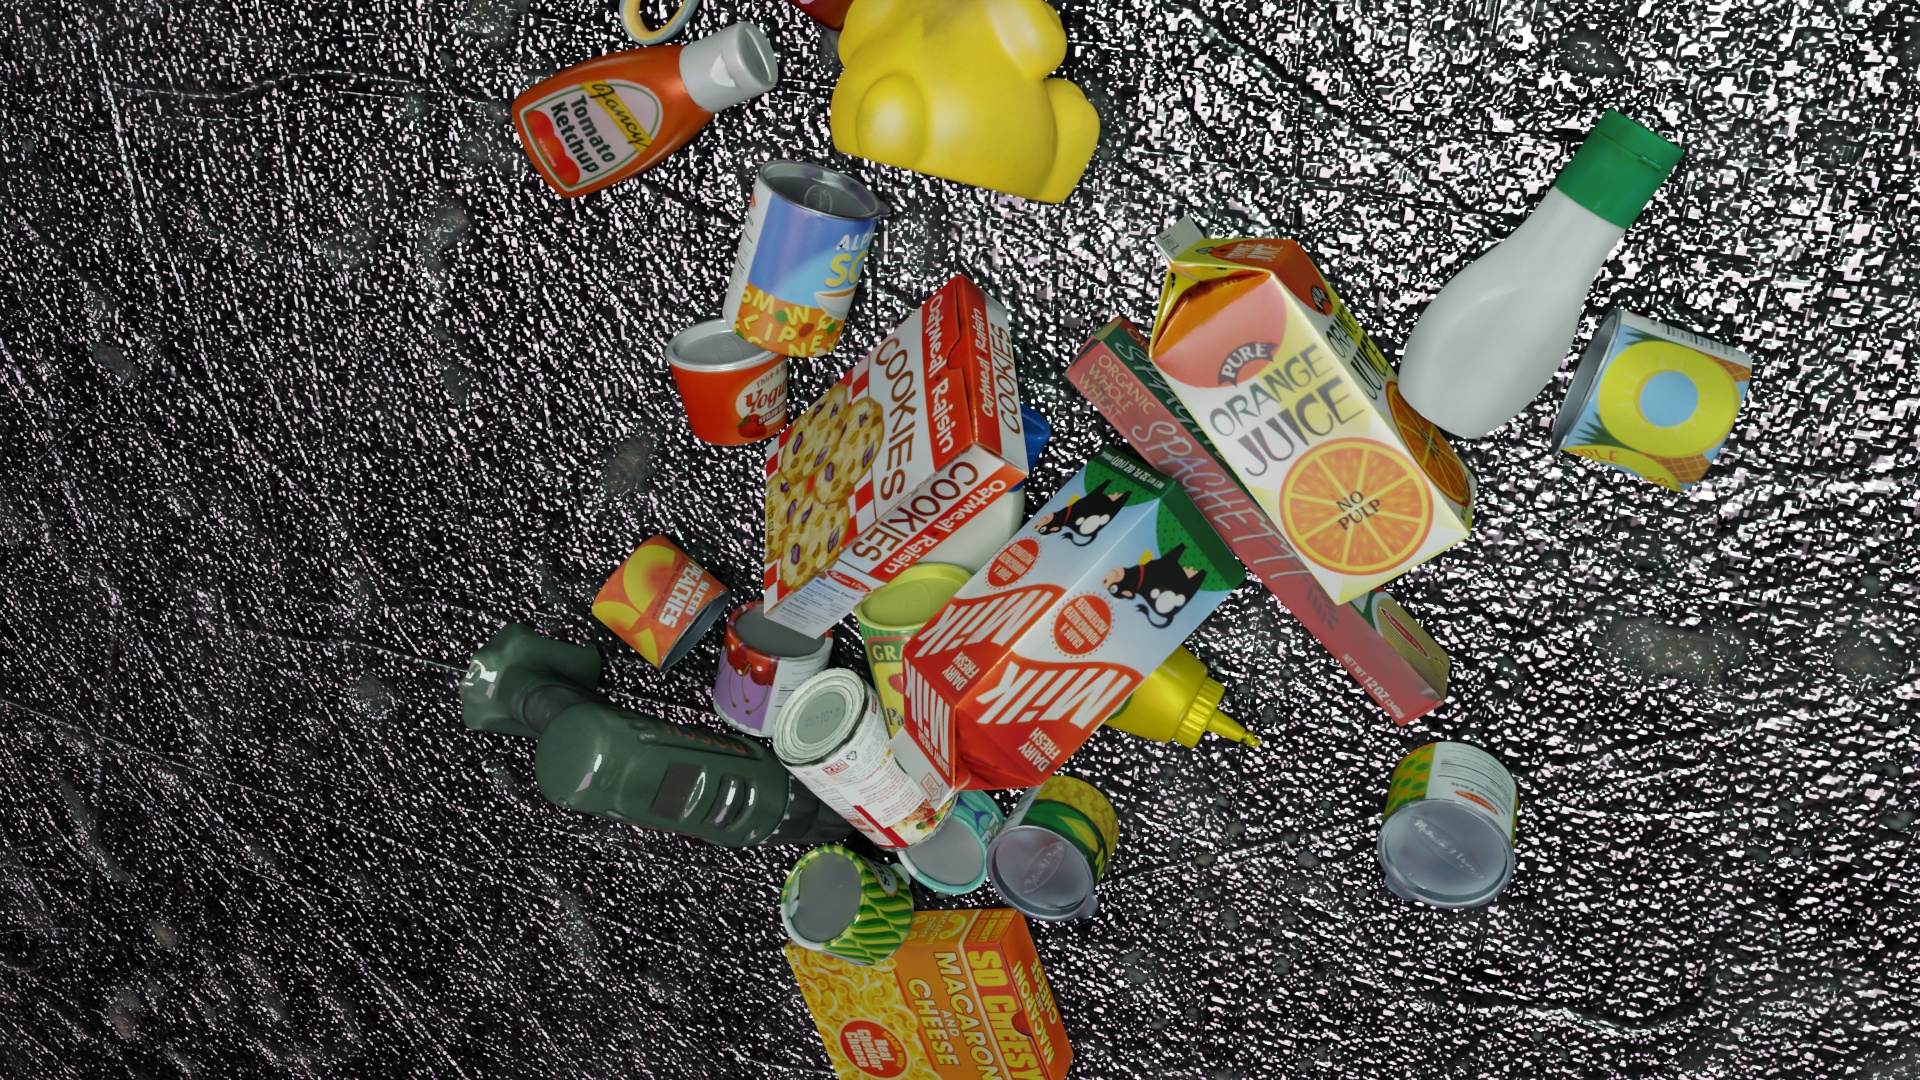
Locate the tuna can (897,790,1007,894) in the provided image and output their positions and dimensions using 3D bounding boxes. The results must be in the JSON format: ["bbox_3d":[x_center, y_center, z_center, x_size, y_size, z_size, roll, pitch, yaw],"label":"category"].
[{"bbox_3d":[-0.004,0.186,0.871,0.071,0.033,0.070,10,116,20],"label":"tuna can"}]

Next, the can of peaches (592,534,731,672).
[{"bbox_3d":[-0.185,0.037,0.862,0.058,0.071,0.071,39,122,4],"label":"can of peaches"}]

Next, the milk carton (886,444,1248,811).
[{"bbox_3d":[0.042,0.050,0.693,0.190,0.072,0.073,-44,120,-4],"label":"milk carton"}]

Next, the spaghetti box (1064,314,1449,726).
[{"bbox_3d":[0.151,-0.012,0.702,0.250,0.050,0.028,46,121,-1],"label":"spaghetti box"}]

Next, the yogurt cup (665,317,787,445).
[{"bbox_3d":[-0.128,-0.089,0.783,0.072,0.073,0.053,8,124,20],"label":"yogurt cup"}]

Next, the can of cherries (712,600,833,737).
[{"bbox_3d":[-0.117,0.076,0.851,0.071,0.072,0.058,22,120,13],"label":"can of cherries"}]

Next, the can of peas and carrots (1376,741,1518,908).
[{"bbox_3d":[0.254,0.149,0.725,0.071,0.059,0.070,10,117,20],"label":"can of peas and carrots"}]

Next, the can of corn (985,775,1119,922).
[{"bbox_3d":[0.058,0.184,0.827,0.071,0.058,0.071,9,116,20],"label":"can of corn"}]

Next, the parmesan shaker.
[{"bbox_3d":[-0.012,0.072,0.759,0.071,0.072,0.102,1,120,24],"label":"parmesan shaker"}]

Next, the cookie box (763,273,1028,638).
[{"bbox_3d":[-0.040,-0.043,0.730,0.040,0.123,0.166,28,130,-34],"label":"cookie box"}]

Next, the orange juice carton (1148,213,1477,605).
[{"bbox_3d":[0.157,-0.073,0.659,0.072,0.072,0.192,-35,96,31],"label":"orange juice carton"}]

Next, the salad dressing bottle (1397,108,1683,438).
[{"bbox_3d":[0.254,-0.115,0.613,0.064,0.044,0.147,23,119,-14],"label":"salad dressing bottle"}]

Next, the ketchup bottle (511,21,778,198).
[{"bbox_3d":[-0.167,-0.235,0.745,0.148,0.044,0.064,-13,119,27],"label":"ketchup bottle"}]

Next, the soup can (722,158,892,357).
[{"bbox_3d":[-0.082,-0.148,0.735,0.071,0.072,0.083,28,122,10],"label":"soup can"}]

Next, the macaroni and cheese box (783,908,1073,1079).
[{"bbox_3d":[-0.022,0.310,0.930,0.166,0.040,0.123,-10,109,27],"label":"macaroni and cheese box"}]

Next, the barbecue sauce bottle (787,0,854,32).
[{"bbox_3d":[-0.039,-0.318,0.651,0.065,0.044,0.148,40,122,2],"label":"barbecue sauce bottle"}]

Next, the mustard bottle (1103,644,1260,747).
[{"bbox_3d":[0.093,0.074,0.767,0.160,0.049,0.065,27,123,10],"label":"mustard bottle"}]

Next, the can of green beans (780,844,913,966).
[{"bbox_3d":[-0.073,0.234,0.890,0.071,0.071,0.057,-9,150,27],"label":"can of green beans"}]

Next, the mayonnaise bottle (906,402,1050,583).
[{"bbox_3d":[0.003,-0.010,0.775,0.065,0.041,0.147,31,120,3],"label":"mayonnaise bottle"}]

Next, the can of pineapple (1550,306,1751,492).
[{"bbox_3d":[0.299,-0.059,0.606,0.058,0.071,0.070,23,120,13],"label":"can of pineapple"}]
